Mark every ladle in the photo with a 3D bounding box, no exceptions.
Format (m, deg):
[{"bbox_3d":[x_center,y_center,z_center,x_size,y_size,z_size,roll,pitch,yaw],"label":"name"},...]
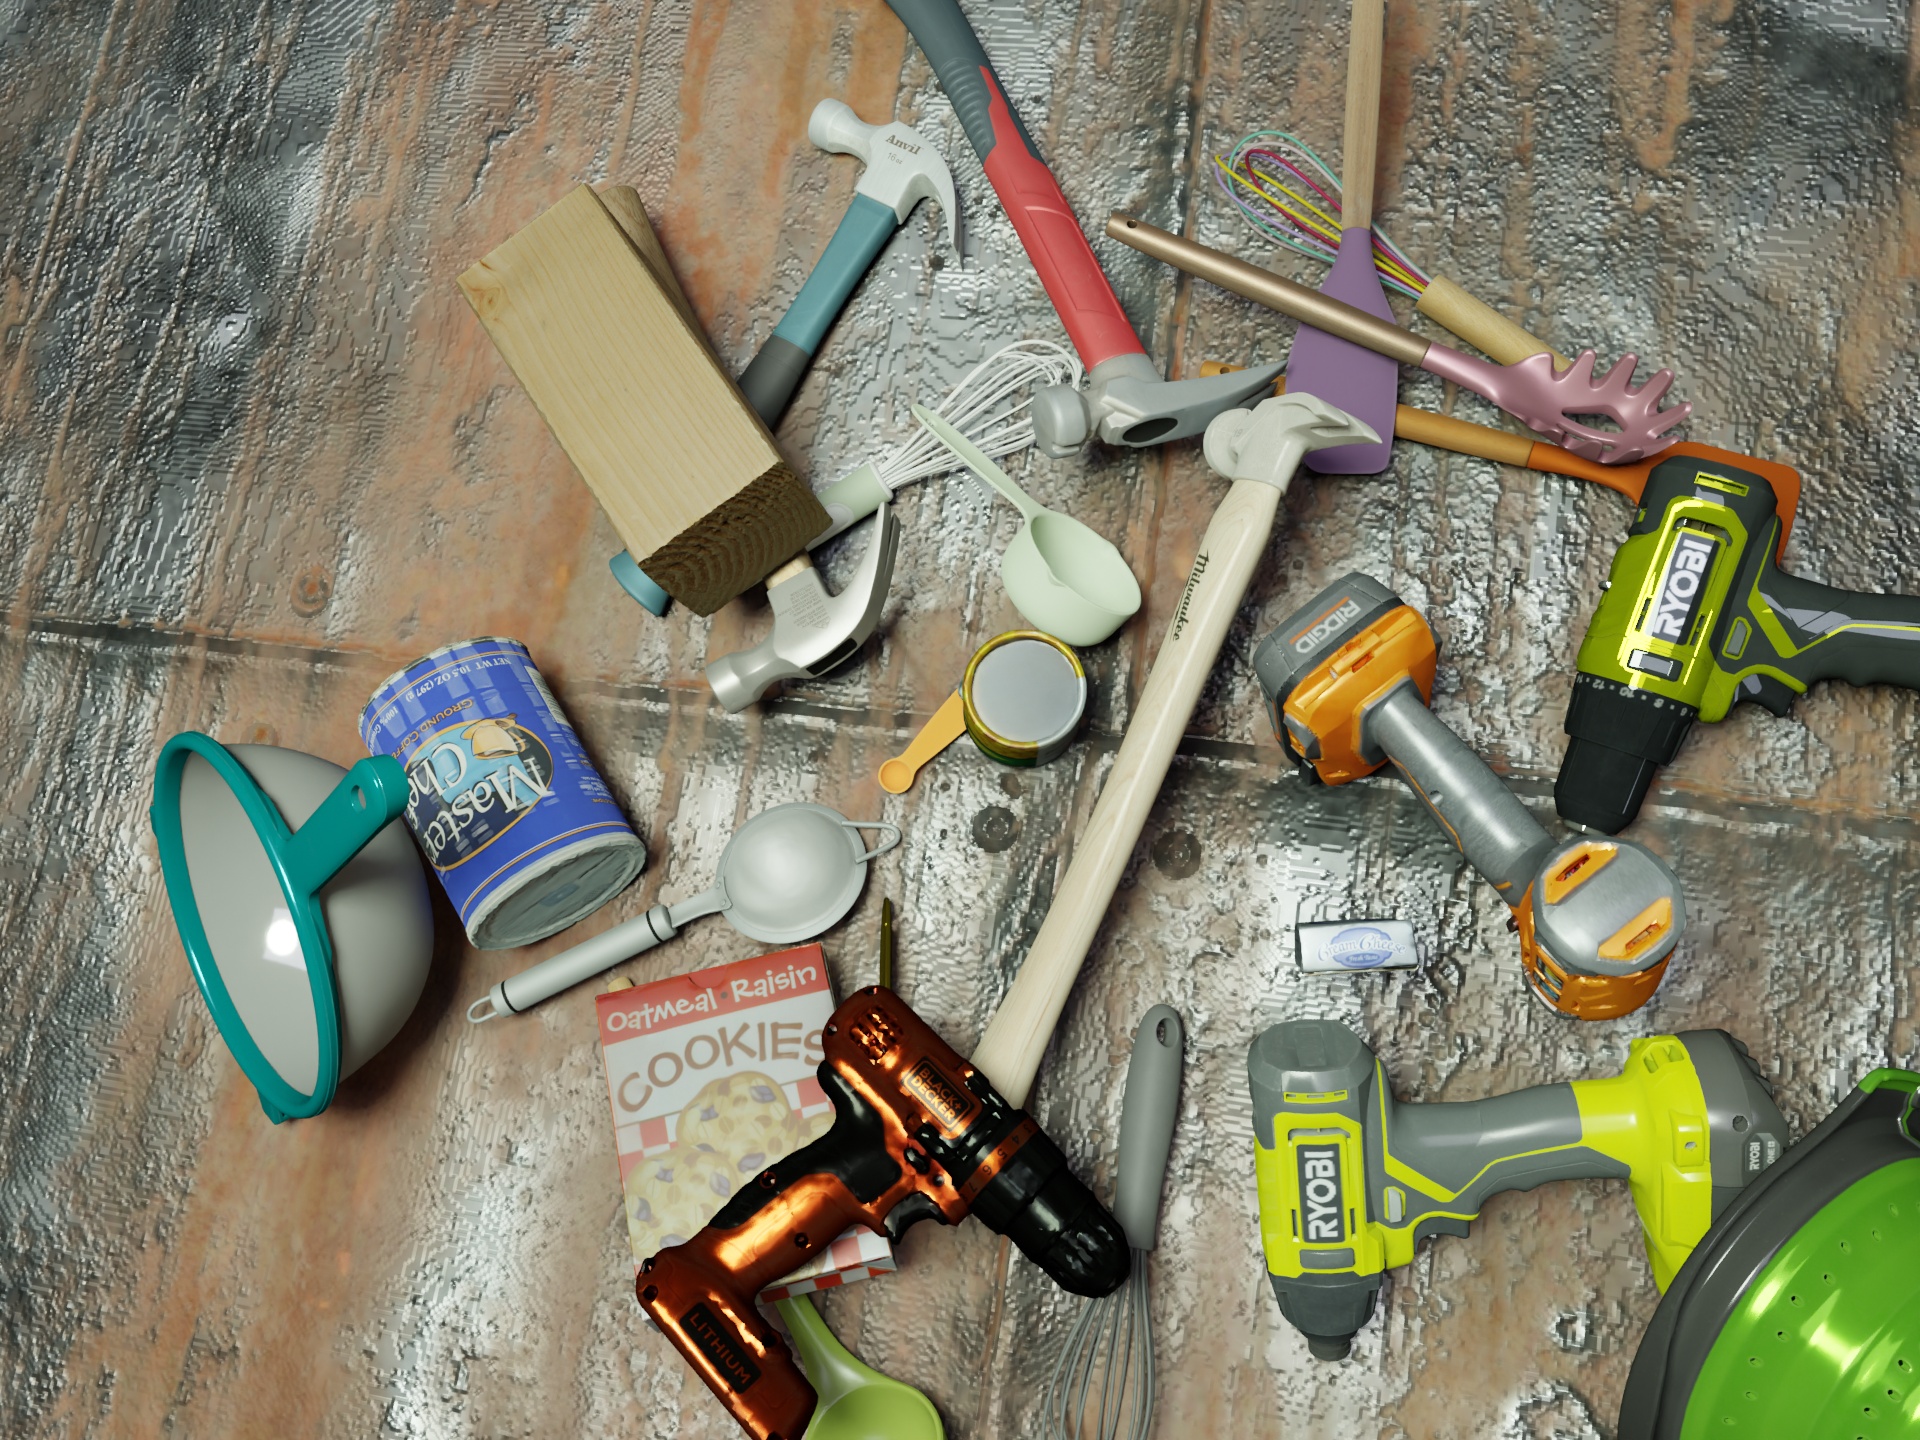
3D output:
[{"bbox_3d":[-0.107,0.266,0.817,0.078,0.062,0.320,-32,71,-5],"label":"ladle"}]

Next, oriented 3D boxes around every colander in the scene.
[{"bbox_3d":[0.340,0.340,0.662,0.095,0.204,0.397,37,103,52],"label":"colander"}]

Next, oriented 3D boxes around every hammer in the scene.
[{"bbox_3d":[-0.138,-0.173,0.905,0.130,0.031,0.331,-28,72,5],"label":"hammer"},{"bbox_3d":[-0.109,-0.211,0.943,0.128,0.033,0.331,29,83,16],"label":"hammer"},{"bbox_3d":[0.047,-0.320,0.921,0.143,0.038,0.387,-15,65,-17],"label":"hammer"},{"bbox_3d":[0.088,0.032,0.791,0.038,0.146,0.410,23,92,-13],"label":"hammer"}]

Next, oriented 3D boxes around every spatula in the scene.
[{"bbox_3d":[0.285,-0.148,0.867,0.323,0.041,0.081,19,82,18],"label":"spatula"},{"bbox_3d":[0.215,-0.292,0.868,0.060,0.018,0.316,4,89,12],"label":"spatula"}]

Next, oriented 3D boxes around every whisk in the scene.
[{"bbox_3d":[-0.038,-0.141,0.909,0.246,0.057,0.059,-31,38,6],"label":"whisk"},{"bbox_3d":[0.082,0.260,0.793,0.055,0.055,0.239,8,74,11],"label":"whisk"},{"bbox_3d":[0.245,-0.254,0.892,0.245,0.047,0.051,38,93,11],"label":"whisk"}]

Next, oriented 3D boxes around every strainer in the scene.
[{"bbox_3d":[-0.156,0.107,0.867,0.258,0.050,0.087,-26,55,3],"label":"strainer"},{"bbox_3d":[-0.309,0.075,0.806,0.340,0.095,0.211,-32,80,48],"label":"strainer"}]

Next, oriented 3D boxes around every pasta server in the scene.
[{"bbox_3d":[0.222,-0.208,0.838,0.316,0.040,0.060,26,69,10],"label":"pasta server"}]

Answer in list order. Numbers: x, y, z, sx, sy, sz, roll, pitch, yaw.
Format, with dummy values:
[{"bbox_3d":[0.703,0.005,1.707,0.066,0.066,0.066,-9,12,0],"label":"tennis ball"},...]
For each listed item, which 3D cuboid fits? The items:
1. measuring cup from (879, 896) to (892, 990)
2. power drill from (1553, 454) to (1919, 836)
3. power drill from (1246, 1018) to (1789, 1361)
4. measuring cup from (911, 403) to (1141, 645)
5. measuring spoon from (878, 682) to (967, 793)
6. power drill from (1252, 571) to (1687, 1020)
[{"bbox_3d":[-0.027,0.168,0.836,0.029,0.062,0.157,3,64,-11],"label":"measuring cup"},{"bbox_3d":[0.419,-0.008,0.776,0.228,0.080,0.190,19,96,15],"label":"power drill"},{"bbox_3d":[0.251,0.221,0.738,0.223,0.080,0.171,-5,108,10],"label":"power drill"},{"bbox_3d":[0.025,-0.105,0.867,0.167,0.083,0.038,44,122,8],"label":"measuring cup"},{"bbox_3d":[-0.001,-0.003,0.888,0.021,0.011,0.117,44,83,8],"label":"measuring spoon"},{"bbox_3d":[0.246,0.049,0.770,0.084,0.164,0.227,-38,61,-1],"label":"power drill"}]
